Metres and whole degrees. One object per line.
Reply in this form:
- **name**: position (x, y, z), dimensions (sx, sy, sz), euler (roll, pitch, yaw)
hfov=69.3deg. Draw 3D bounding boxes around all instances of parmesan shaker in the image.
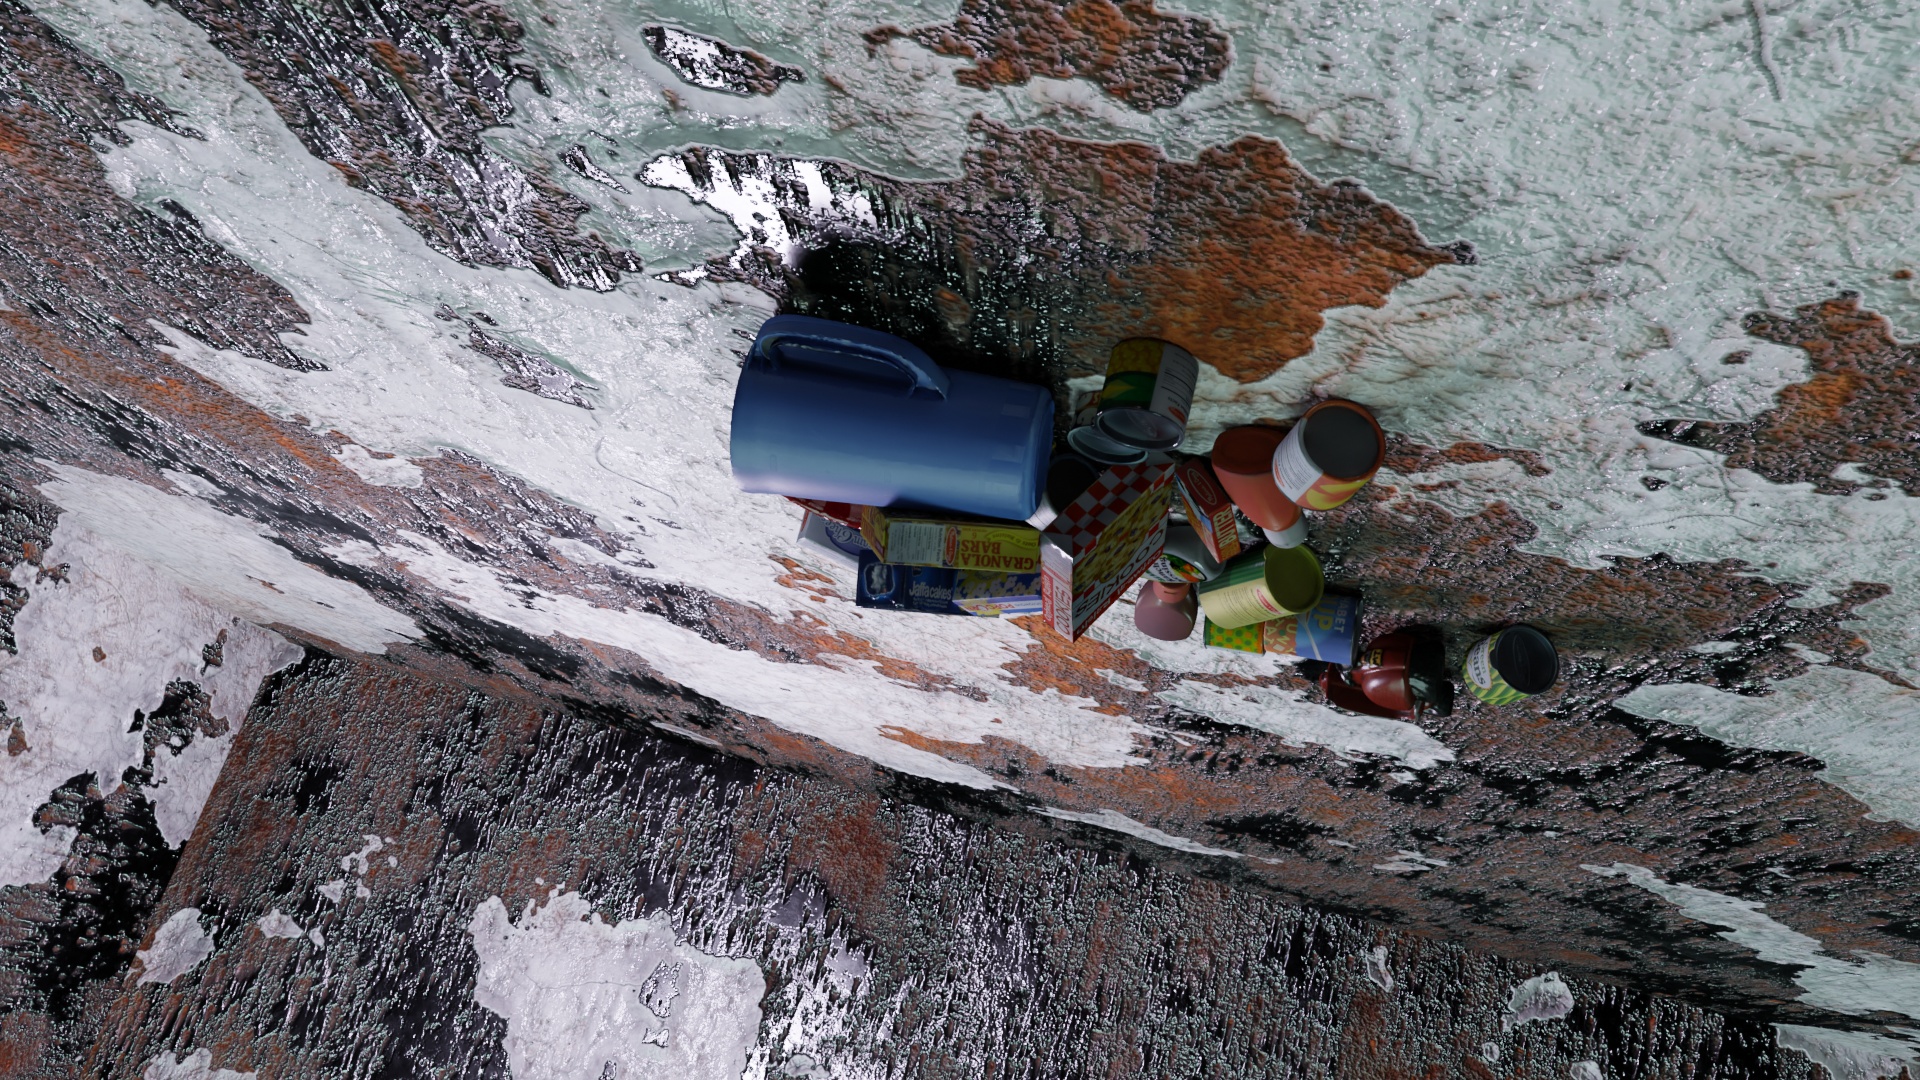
- **parmesan shaker**: position (0.274, 0.040, 1.279), dimensions (0.071, 0.071, 0.103), euler (24, 159, -20)

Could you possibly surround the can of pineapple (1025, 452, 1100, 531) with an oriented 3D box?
- **can of pineapple**: position (0.084, -0.040, 1.209), dimensions (0.071, 0.071, 0.057), euler (25, 156, -23)

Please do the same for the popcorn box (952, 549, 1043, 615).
- **popcorn box**: position (0.056, 0.027, 1.378), dimensions (0.038, 0.085, 0.126), euler (32, 155, -35)

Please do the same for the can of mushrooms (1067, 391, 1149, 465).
- **can of mushrooms**: position (0.121, -0.089, 1.094), dimensions (0.071, 0.033, 0.070), euler (15, 160, 6)

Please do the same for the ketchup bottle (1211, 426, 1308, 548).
- **ketchup bottle**: position (0.249, -0.039, 1.117), dimensions (0.065, 0.044, 0.148), euler (6, 158, 27)

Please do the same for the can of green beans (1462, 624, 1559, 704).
- **can of green beans**: position (0.514, 0.117, 1.300), dimensions (0.071, 0.071, 0.057), euler (18, 160, -6)

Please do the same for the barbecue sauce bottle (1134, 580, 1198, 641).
- **barbecue sauce bottle**: position (0.211, 0.059, 1.408), dimensions (0.065, 0.044, 0.148), euler (12, 159, 9)

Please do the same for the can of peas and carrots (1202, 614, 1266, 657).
- **can of peas and carrots**: position (0.277, 0.077, 1.378), dimensions (0.059, 0.071, 0.070), euler (8, 158, 20)

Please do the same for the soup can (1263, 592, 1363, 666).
- **soup can**: position (0.340, 0.079, 1.334), dimensions (0.084, 0.071, 0.071), euler (8, 159, 21)

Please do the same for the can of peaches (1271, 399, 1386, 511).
- **can of peaches**: position (0.269, -0.062, 1.009), dimensions (0.071, 0.071, 0.058), euler (16, 159, -1)

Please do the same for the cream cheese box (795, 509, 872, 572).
- **cream cheese box**: position (-0.122, -0.003, 1.479), dimensions (0.104, 0.053, 0.024), euler (27, 155, -28)

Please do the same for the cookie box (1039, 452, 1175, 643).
- **cookie box**: position (0.123, 0.003, 1.182), dimensions (0.040, 0.123, 0.166), euler (40, 162, 22)

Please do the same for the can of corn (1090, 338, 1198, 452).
- **can of corn**: position (0.133, -0.105, 1.005), dimensions (0.071, 0.058, 0.071), euler (14, 160, 5)

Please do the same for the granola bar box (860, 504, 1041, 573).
- **granola bar box**: position (-0.013, -0.008, 1.155), dimensions (0.124, 0.039, 0.166), euler (4, -173, -11)

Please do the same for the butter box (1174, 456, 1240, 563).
- **butter box**: position (0.209, -0.024, 1.172), dimensions (0.024, 0.053, 0.103), euler (-32, 151, 1)

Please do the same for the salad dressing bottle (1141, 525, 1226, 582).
- **salad dressing bottle**: position (0.179, 0.016, 1.314), dimensions (0.147, 0.044, 0.064), euler (-6, 145, 46)

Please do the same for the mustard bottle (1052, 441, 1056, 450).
- **mustard bottle**: position (0.023, -0.068, 1.200), dimensions (0.065, 0.049, 0.160), euler (23, 160, -35)
